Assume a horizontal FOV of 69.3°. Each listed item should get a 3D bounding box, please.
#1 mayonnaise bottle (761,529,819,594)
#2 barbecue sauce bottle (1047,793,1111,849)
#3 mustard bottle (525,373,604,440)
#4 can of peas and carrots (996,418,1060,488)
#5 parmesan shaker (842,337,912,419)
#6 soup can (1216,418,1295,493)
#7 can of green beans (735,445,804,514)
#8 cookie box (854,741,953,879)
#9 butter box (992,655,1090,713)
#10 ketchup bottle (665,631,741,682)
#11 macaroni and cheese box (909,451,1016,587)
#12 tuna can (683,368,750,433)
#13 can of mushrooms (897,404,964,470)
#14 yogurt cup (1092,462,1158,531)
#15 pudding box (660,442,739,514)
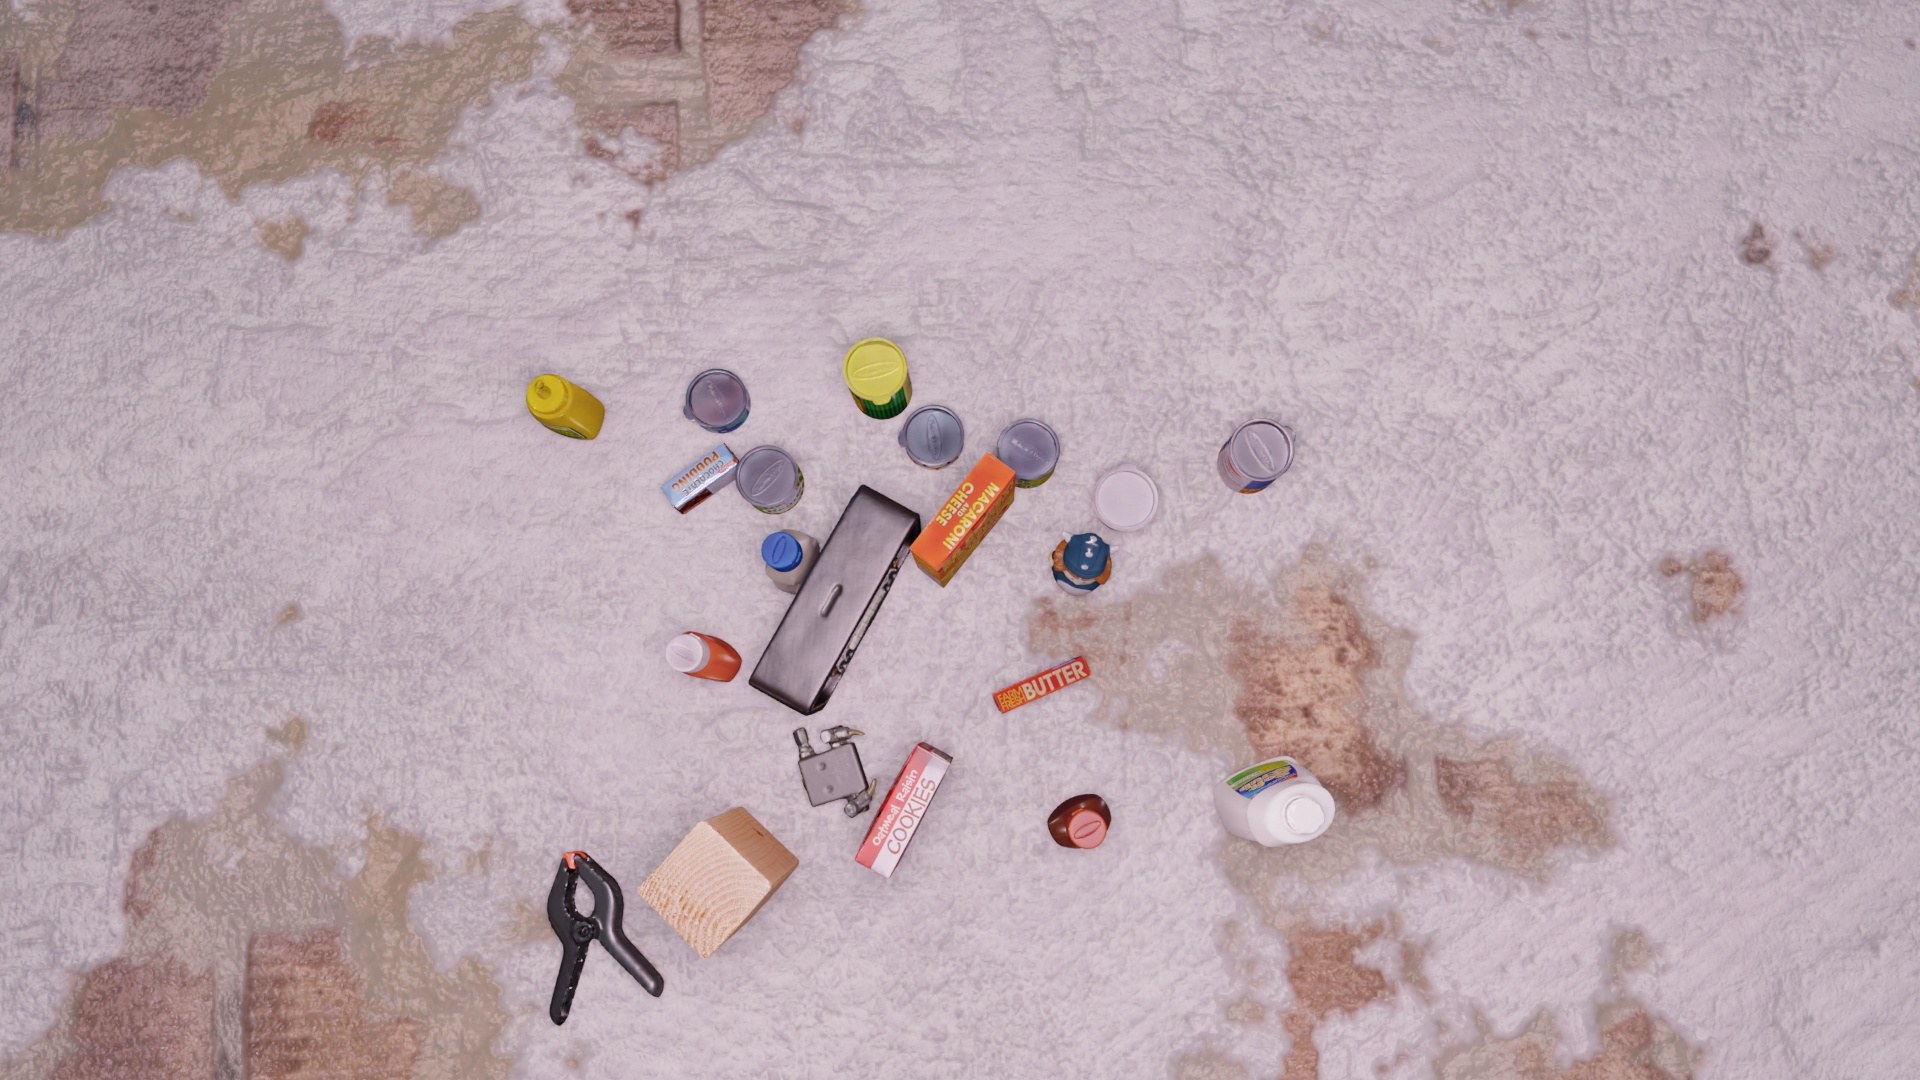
[{"bbox_3d":[-0.174,0.018,1.415,0.041,0.148,0.065,19,83,3],"label":"mayonnaise bottle"},{"bbox_3d":[0.120,0.280,1.374,0.065,0.148,0.043,-28,83,-3],"label":"barbecue sauce bottle"},{"bbox_3d":[-0.415,-0.141,1.434,0.065,0.160,0.049,14,83,3],"label":"mustard bottle"},{"bbox_3d":[0.070,-0.089,1.472,0.071,0.058,0.071,0,82,1],"label":"can of peas and carrots"},{"bbox_3d":[-0.086,-0.166,1.462,0.071,0.103,0.071,0,82,1],"label":"parmesan shaker"},{"bbox_3d":[0.310,-0.088,1.456,0.071,0.083,0.071,0,82,1],"label":"soup can"},{"bbox_3d":[-0.201,-0.063,1.472,0.071,0.057,0.071,0,82,1],"label":"can of green beans"},{"bbox_3d":[-0.053,0.262,1.369,0.040,0.167,0.123,28,84,4],"label":"cookie box"},{"bbox_3d":[0.084,0.150,1.441,0.103,0.053,0.024,-23,83,-2],"label":"butter box"},{"bbox_3d":[-0.263,0.116,1.402,0.065,0.148,0.043,27,84,4],"label":"ketchup bottle"},{"bbox_3d":[0.005,-0.018,1.408,0.040,0.166,0.124,38,85,5],"label":"macaroni and cheese box"},{"bbox_3d":[-0.263,-0.148,1.498,0.071,0.033,0.071,0,82,1],"label":"tuna can"},{"bbox_3d":[-0.031,-0.110,1.489,0.071,0.033,0.071,0,82,1],"label":"can of mushrooms"},{"bbox_3d":[0.172,-0.040,1.466,0.072,0.054,0.072,0,82,1],"label":"yogurt cup"},{"bbox_3d":[-0.273,-0.065,1.478,0.084,0.049,0.030,-36,83,-4],"label":"pudding box"}]
